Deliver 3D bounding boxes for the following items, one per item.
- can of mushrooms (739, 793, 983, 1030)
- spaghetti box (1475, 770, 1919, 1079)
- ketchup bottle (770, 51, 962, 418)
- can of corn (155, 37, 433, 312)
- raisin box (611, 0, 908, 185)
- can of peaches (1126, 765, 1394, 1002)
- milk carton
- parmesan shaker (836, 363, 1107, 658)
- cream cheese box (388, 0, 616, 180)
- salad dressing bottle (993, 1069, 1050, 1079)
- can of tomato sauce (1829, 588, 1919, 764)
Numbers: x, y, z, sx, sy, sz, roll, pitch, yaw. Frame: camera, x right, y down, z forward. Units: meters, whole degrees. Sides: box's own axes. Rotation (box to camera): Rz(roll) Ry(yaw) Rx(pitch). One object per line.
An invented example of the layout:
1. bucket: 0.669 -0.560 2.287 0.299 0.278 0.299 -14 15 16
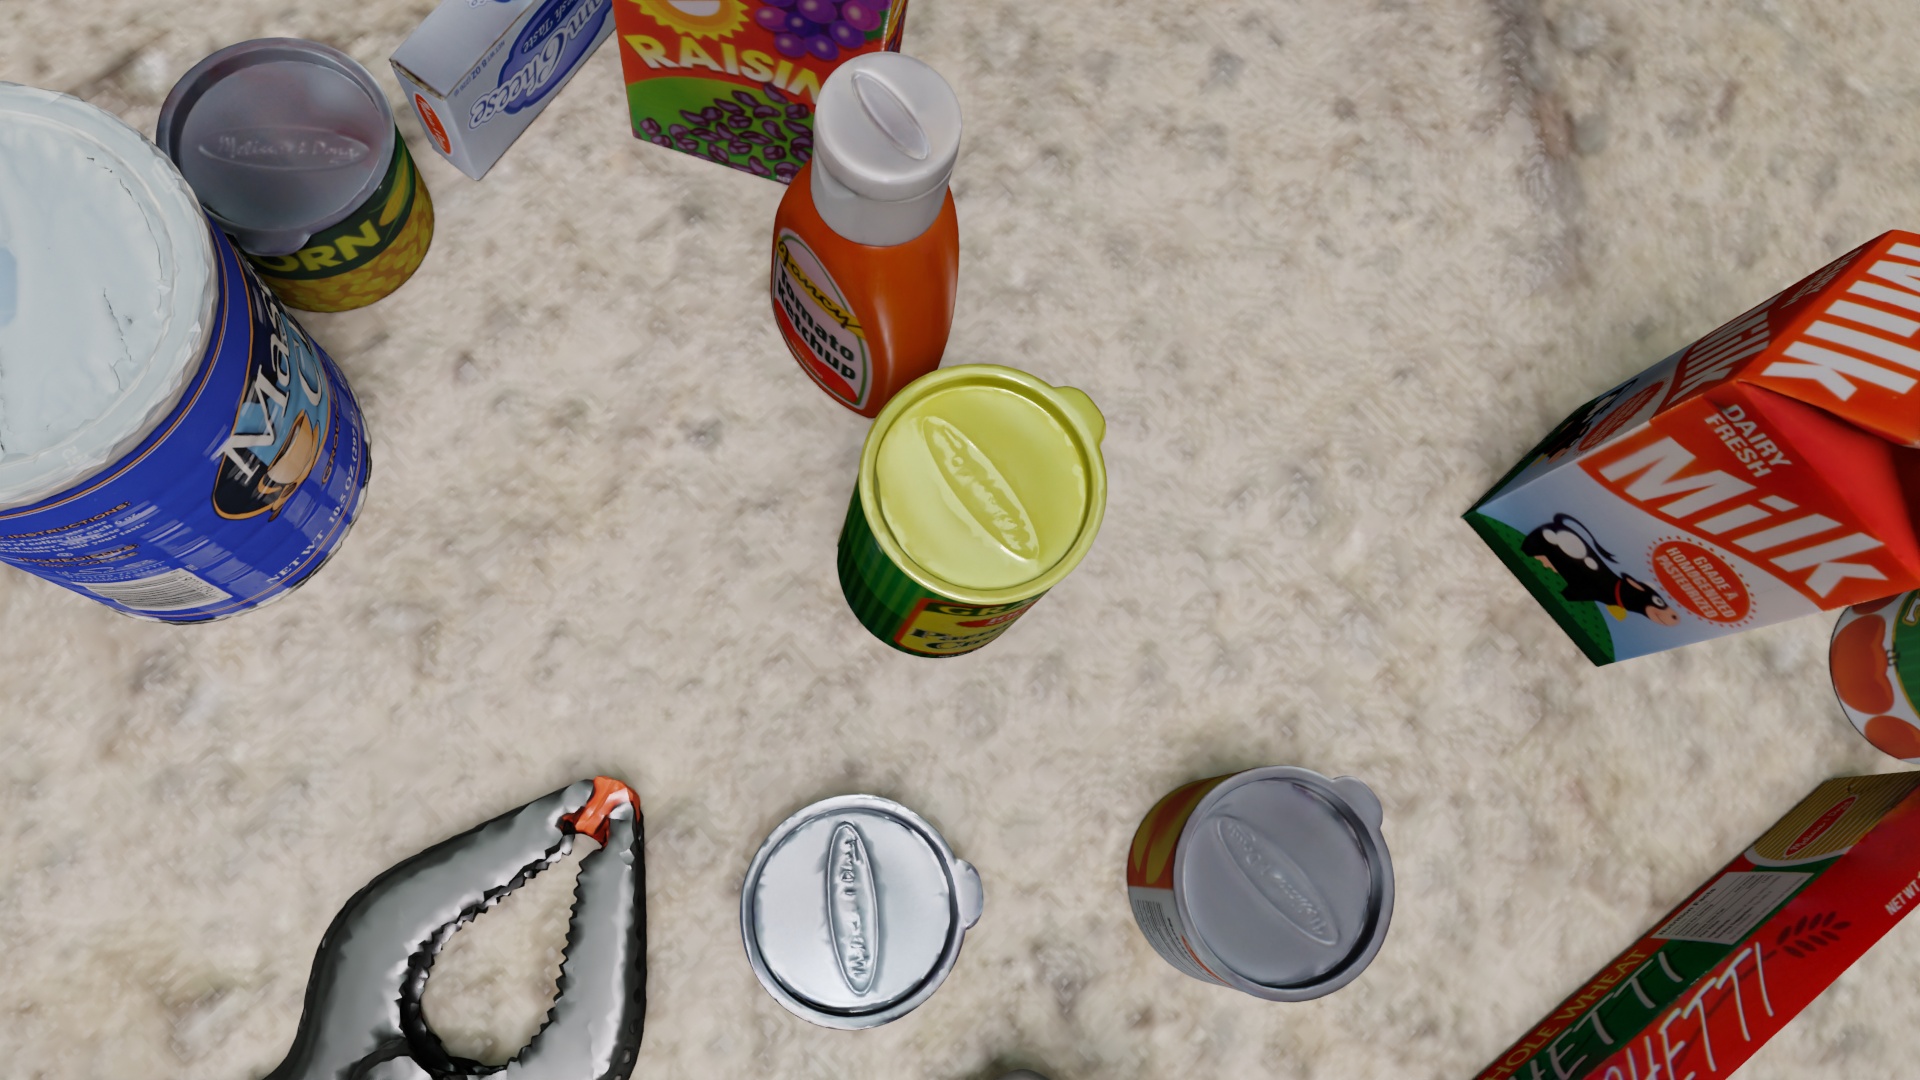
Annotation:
1. can of mushrooms: -0.030 0.110 0.417 0.071 0.033 0.071 2 76 -8
2. spaghetti box: 0.216 0.153 0.434 0.251 0.050 0.029 -32 83 -15
3. ketchup bottle: -0.027 -0.087 0.408 0.043 0.148 0.065 -38 84 -15
4. can of corn: -0.205 -0.110 0.434 0.071 0.058 0.071 2 76 -8
5. raisin box: -0.061 -0.161 0.435 0.086 0.123 0.040 17 75 -4
6. can of peaches: 0.091 0.102 0.425 0.071 0.058 0.071 2 76 -8
7. milk carton: 0.239 -0.024 0.410 0.072 0.190 0.073 -39 85 -15
8. parmesan shaker: 0.001 -0.005 0.415 0.071 0.103 0.071 2 76 -8
9. cream cheese box: -0.142 -0.175 0.463 0.024 0.053 0.104 34 74 1
10. salad dressing bottle: 0.031 0.172 0.351 0.044 0.147 0.064 -35 84 -15
11. can of tomato sauce: 0.351 0.038 0.467 0.071 0.083 0.071 2 76 -8
